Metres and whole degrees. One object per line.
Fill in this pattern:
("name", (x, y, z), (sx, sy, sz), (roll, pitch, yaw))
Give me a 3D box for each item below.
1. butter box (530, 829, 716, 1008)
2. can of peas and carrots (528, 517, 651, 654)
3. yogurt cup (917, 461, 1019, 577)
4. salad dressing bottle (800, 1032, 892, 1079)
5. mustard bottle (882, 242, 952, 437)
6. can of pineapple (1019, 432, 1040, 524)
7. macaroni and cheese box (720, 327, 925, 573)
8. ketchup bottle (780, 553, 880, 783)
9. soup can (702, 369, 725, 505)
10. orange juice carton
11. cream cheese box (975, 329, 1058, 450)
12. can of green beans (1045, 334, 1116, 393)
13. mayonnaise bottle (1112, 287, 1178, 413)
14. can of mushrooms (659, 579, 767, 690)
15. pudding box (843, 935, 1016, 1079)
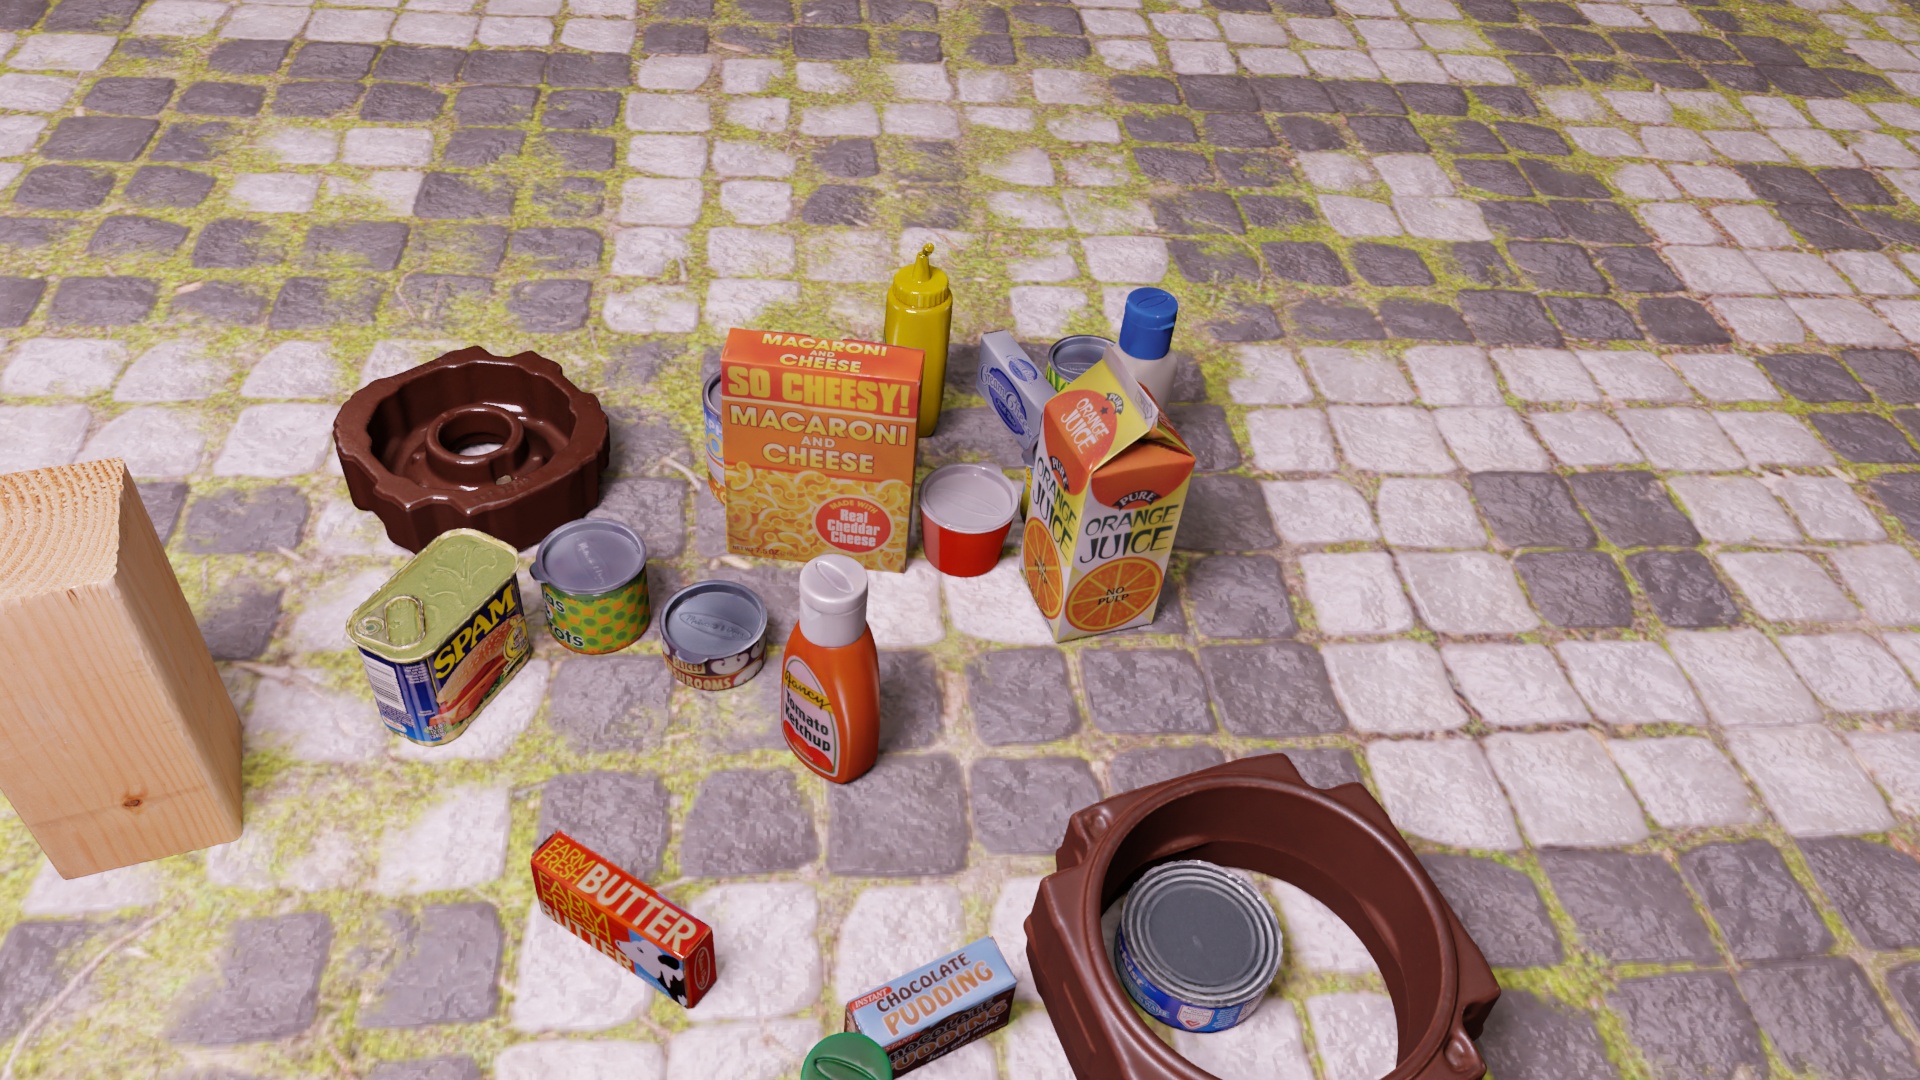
("butter box", (-0.173, 0.194, 0.713), (0.103, 0.052, 0.024), (26, 47, 19))
("can of peas and carrots", (-0.231, 0.030, 0.871), (0.071, 0.058, 0.071), (4, 44, -3))
("yogurt cup", (0.003, -0.012, 0.948), (0.072, 0.053, 0.073), (4, 44, -3))
("salad dressing bottle", (-0.051, 0.260, 0.592), (0.064, 0.146, 0.044), (19, 45, 12))
("mustard bottle", (-0.032, -0.150, 1.011), (0.049, 0.159, 0.066), (4, 44, -3))
("can of pineapple", (0.075, -0.039, 0.983), (0.071, 0.057, 0.071), (4, 44, -3))
("macaroni and cheese box", (-0.090, -0.056, 0.901), (0.124, 0.165, 0.040), (6, 44, -1))
("ketchup bottle", (-0.073, 0.071, 0.784), (0.065, 0.148, 0.044), (37, 51, 28))
("soup can", (-0.146, -0.070, 0.967), (0.071, 0.083, 0.072), (4, 44, -3))
("orange juice carton", (0.092, -0.029, 0.877), (0.073, 0.191, 0.072), (-10, 46, -17))
("cream cheese box", (0.045, -0.109, 1.055), (0.024, 0.053, 0.104), (-15, 48, -22))
("can of green beans", (0.096, -0.115, 1.064), (0.071, 0.057, 0.071), (4, 44, -3))
("mayonnaise bottle", (0.125, -0.112, 0.999), (0.065, 0.147, 0.041), (-23, 51, -28))
("can of mushrooms", (-0.155, 0.061, 0.867), (0.071, 0.033, 0.071), (4, 44, -3))
("pudding box", (-0.016, 0.235, 0.693), (0.084, 0.049, 0.030), (-18, 49, -24))
